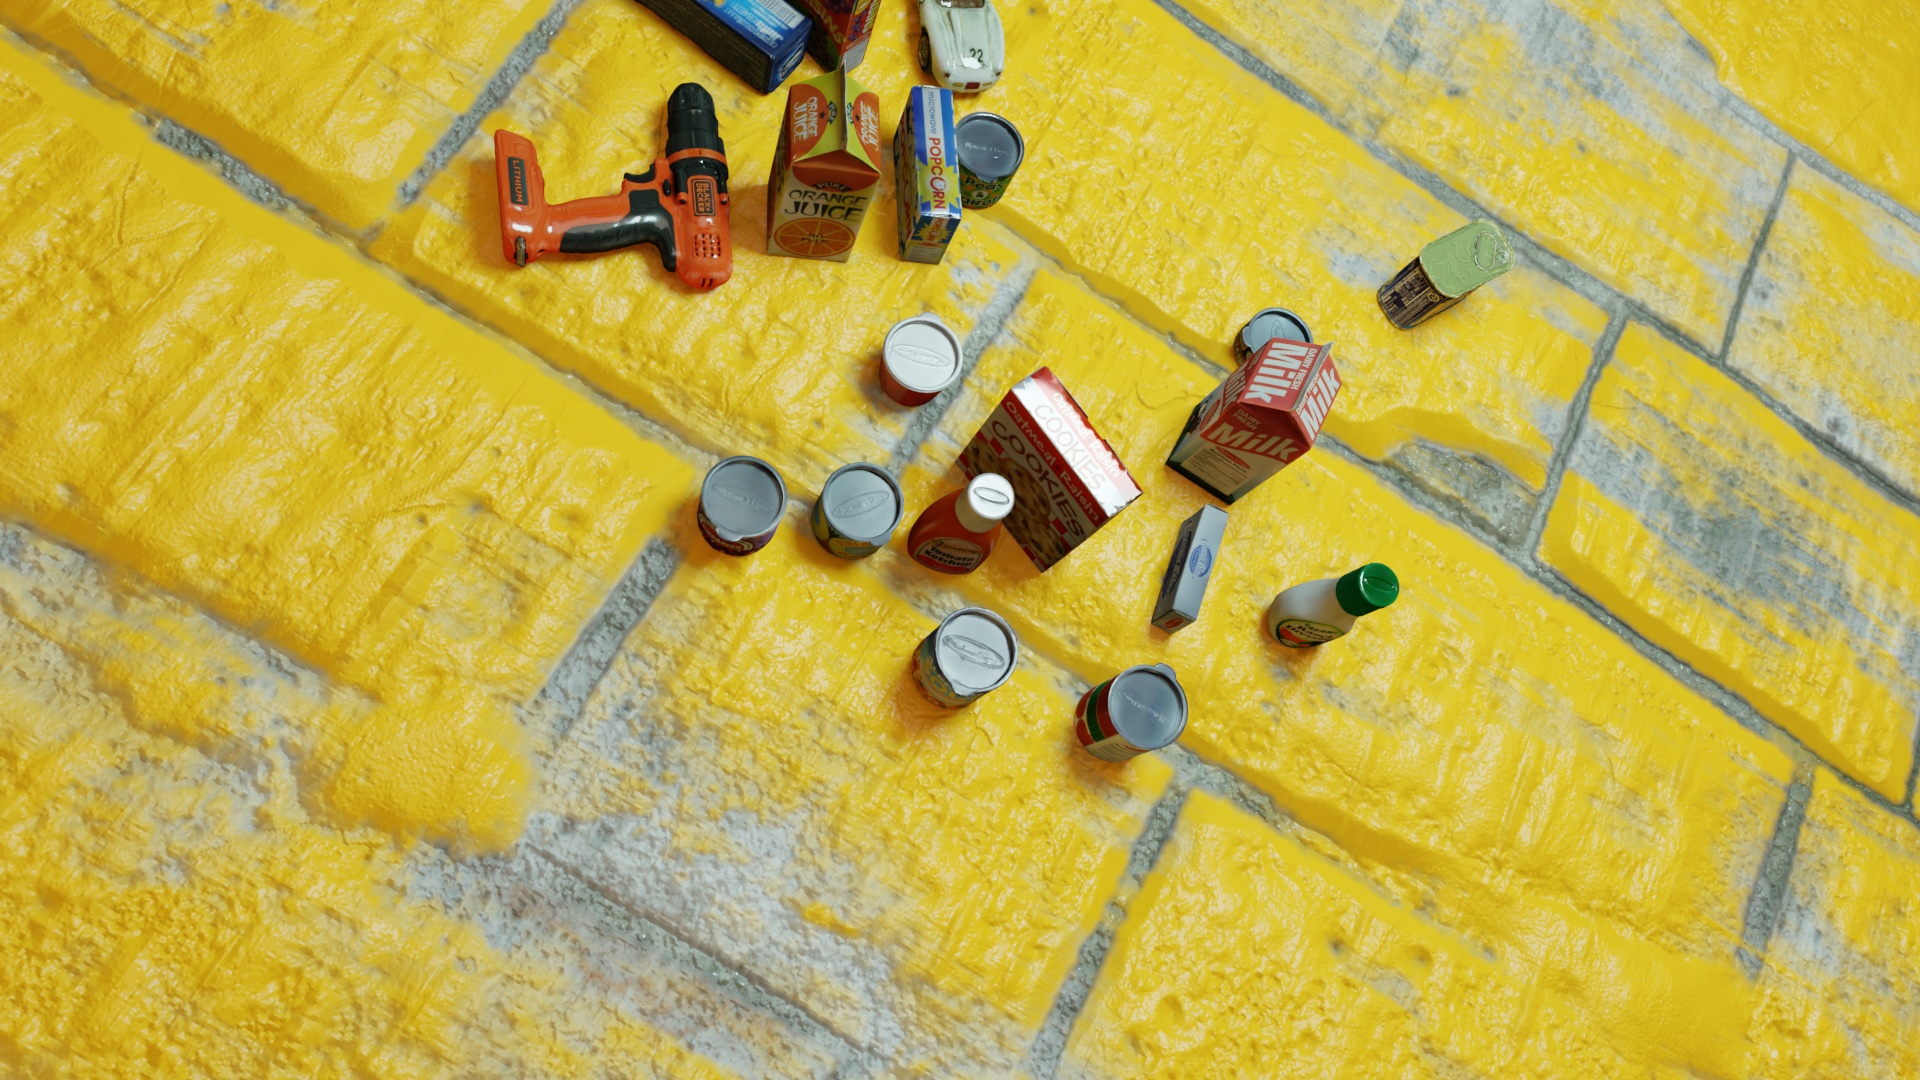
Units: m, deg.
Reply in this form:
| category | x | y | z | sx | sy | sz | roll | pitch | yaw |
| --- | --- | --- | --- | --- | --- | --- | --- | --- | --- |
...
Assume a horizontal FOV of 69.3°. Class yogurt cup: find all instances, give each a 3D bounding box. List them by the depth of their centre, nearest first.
| category | x | y | z | sx | sy | sz | roll | pitch | yaw |
| --- | --- | --- | --- | --- | --- | --- | --- | --- | --- |
| yogurt cup | -0.037 | -0.147 | 1.167 | 0.072 | 0.053 | 0.072 | 4 | 72 | -14 |

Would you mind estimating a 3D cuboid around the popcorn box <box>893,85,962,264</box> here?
| category | x | y | z | sx | sy | sz | roll | pitch | yaw |
| --- | --- | --- | --- | --- | --- | --- | --- | --- | --- |
| popcorn box | -0.030 | -0.316 | 1.205 | 0.038 | 0.085 | 0.127 | 0 | 73 | -15 |

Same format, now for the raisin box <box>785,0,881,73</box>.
| category | x | y | z | sx | sy | sz | roll | pitch | yaw |
| --- | --- | --- | --- | --- | --- | --- | --- | --- | --- |
| raisin box | -0.115 | -0.474 | 1.210 | 0.040 | 0.123 | 0.086 | -40 | 87 | -22 |

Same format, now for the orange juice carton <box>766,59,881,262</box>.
| category | x | y | z | sx | sy | sz | roll | pitch | yaw |
| --- | --- | --- | --- | --- | --- | --- | --- | --- | --- |
| orange juice carton | -0.109 | -0.302 | 1.121 | 0.073 | 0.192 | 0.072 | 3 | 73 | -15 |

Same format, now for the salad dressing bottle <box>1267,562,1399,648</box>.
| category | x | y | z | sx | sy | sz | roll | pitch | yaw |
| --- | --- | --- | --- | --- | --- | --- | --- | --- | --- |
| salad dressing bottle | 0.308 | 0.053 | 1.150 | 0.064 | 0.147 | 0.044 | 18 | 70 | -10 |

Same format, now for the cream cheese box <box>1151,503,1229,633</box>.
| category | x | y | z | sx | sy | sz | roll | pitch | yaw |
| --- | --- | --- | --- | --- | --- | --- | --- | --- | --- |
| cream cheese box | 0.194 | 0.024 | 1.178 | 0.024 | 0.053 | 0.104 | 24 | 69 | -7 |

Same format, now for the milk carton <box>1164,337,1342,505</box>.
| category | x | y | z | sx | sy | sz | roll | pitch | yaw |
| --- | --- | --- | --- | --- | --- | --- | --- | --- | --- |
| milk carton | 0.251 | -0.103 | 1.160 | 0.073 | 0.190 | 0.072 | 33 | 68 | -4 |

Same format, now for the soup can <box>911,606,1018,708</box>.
| category | x | y | z | sx | sy | sz | roll | pitch | yaw |
| --- | --- | --- | --- | --- | --- | --- | --- | --- | --- |
| soup can | 0.001 | 0.096 | 1.086 | 0.071 | 0.083 | 0.071 | 4 | 73 | -14 |

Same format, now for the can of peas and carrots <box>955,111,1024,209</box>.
| category | x | y | z | sx | sy | sz | roll | pitch | yaw |
| --- | --- | --- | --- | --- | --- | --- | --- | --- | --- |
| can of peas and carrots | 0.018 | -0.336 | 1.238 | 0.071 | 0.058 | 0.071 | 4 | 72 | -14 |

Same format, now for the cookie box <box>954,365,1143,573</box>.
| category | x | y | z | sx | sy | sz | roll | pitch | yaw |
| --- | --- | --- | --- | --- | --- | --- | --- | --- | --- |
| cookie box | 0.067 | -0.053 | 1.106 | 0.040 | 0.167 | 0.123 | -36 | 85 | -22 |

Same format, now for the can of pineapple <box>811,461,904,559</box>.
| category | x | y | z | sx | sy | sz | roll | pitch | yaw |
| --- | --- | --- | --- | --- | --- | --- | --- | --- | --- |
| can of pineapple | -0.083 | -0.021 | 1.114 | 0.071 | 0.057 | 0.071 | 4 | 72 | -14 |

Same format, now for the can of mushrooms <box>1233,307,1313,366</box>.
| category | x | y | z | sx | sy | sz | roll | pitch | yaw |
| --- | --- | --- | --- | --- | --- | --- | --- | --- | --- |
| can of mushrooms | 0.285 | -0.178 | 1.277 | 0.071 | 0.033 | 0.071 | 4 | 72 | -14 |

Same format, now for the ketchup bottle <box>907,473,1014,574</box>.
| category | x | y | z | sx | sy | sz | roll | pitch | yaw |
| --- | --- | --- | --- | --- | --- | --- | --- | --- | --- |
| ketchup bottle | 0.004 | -0.014 | 1.086 | 0.065 | 0.148 | 0.044 | 16 | 70 | -10 |

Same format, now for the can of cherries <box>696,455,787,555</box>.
| category | x | y | z | sx | sy | sz | roll | pitch | yaw |
| --- | --- | --- | --- | --- | --- | --- | --- | --- | --- |
| can of cherries | -0.174 | -0.024 | 1.089 | 0.071 | 0.058 | 0.071 | 4 | 72 | -14 |

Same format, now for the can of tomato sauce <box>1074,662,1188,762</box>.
| category | x | y | z | sx | sy | sz | roll | pitch | yaw |
| --- | --- | --- | --- | --- | --- | --- | --- | --- | --- |
| can of tomato sauce | 0.135 | 0.138 | 1.111 | 0.071 | 0.083 | 0.071 | 4 | 73 | -14 |
